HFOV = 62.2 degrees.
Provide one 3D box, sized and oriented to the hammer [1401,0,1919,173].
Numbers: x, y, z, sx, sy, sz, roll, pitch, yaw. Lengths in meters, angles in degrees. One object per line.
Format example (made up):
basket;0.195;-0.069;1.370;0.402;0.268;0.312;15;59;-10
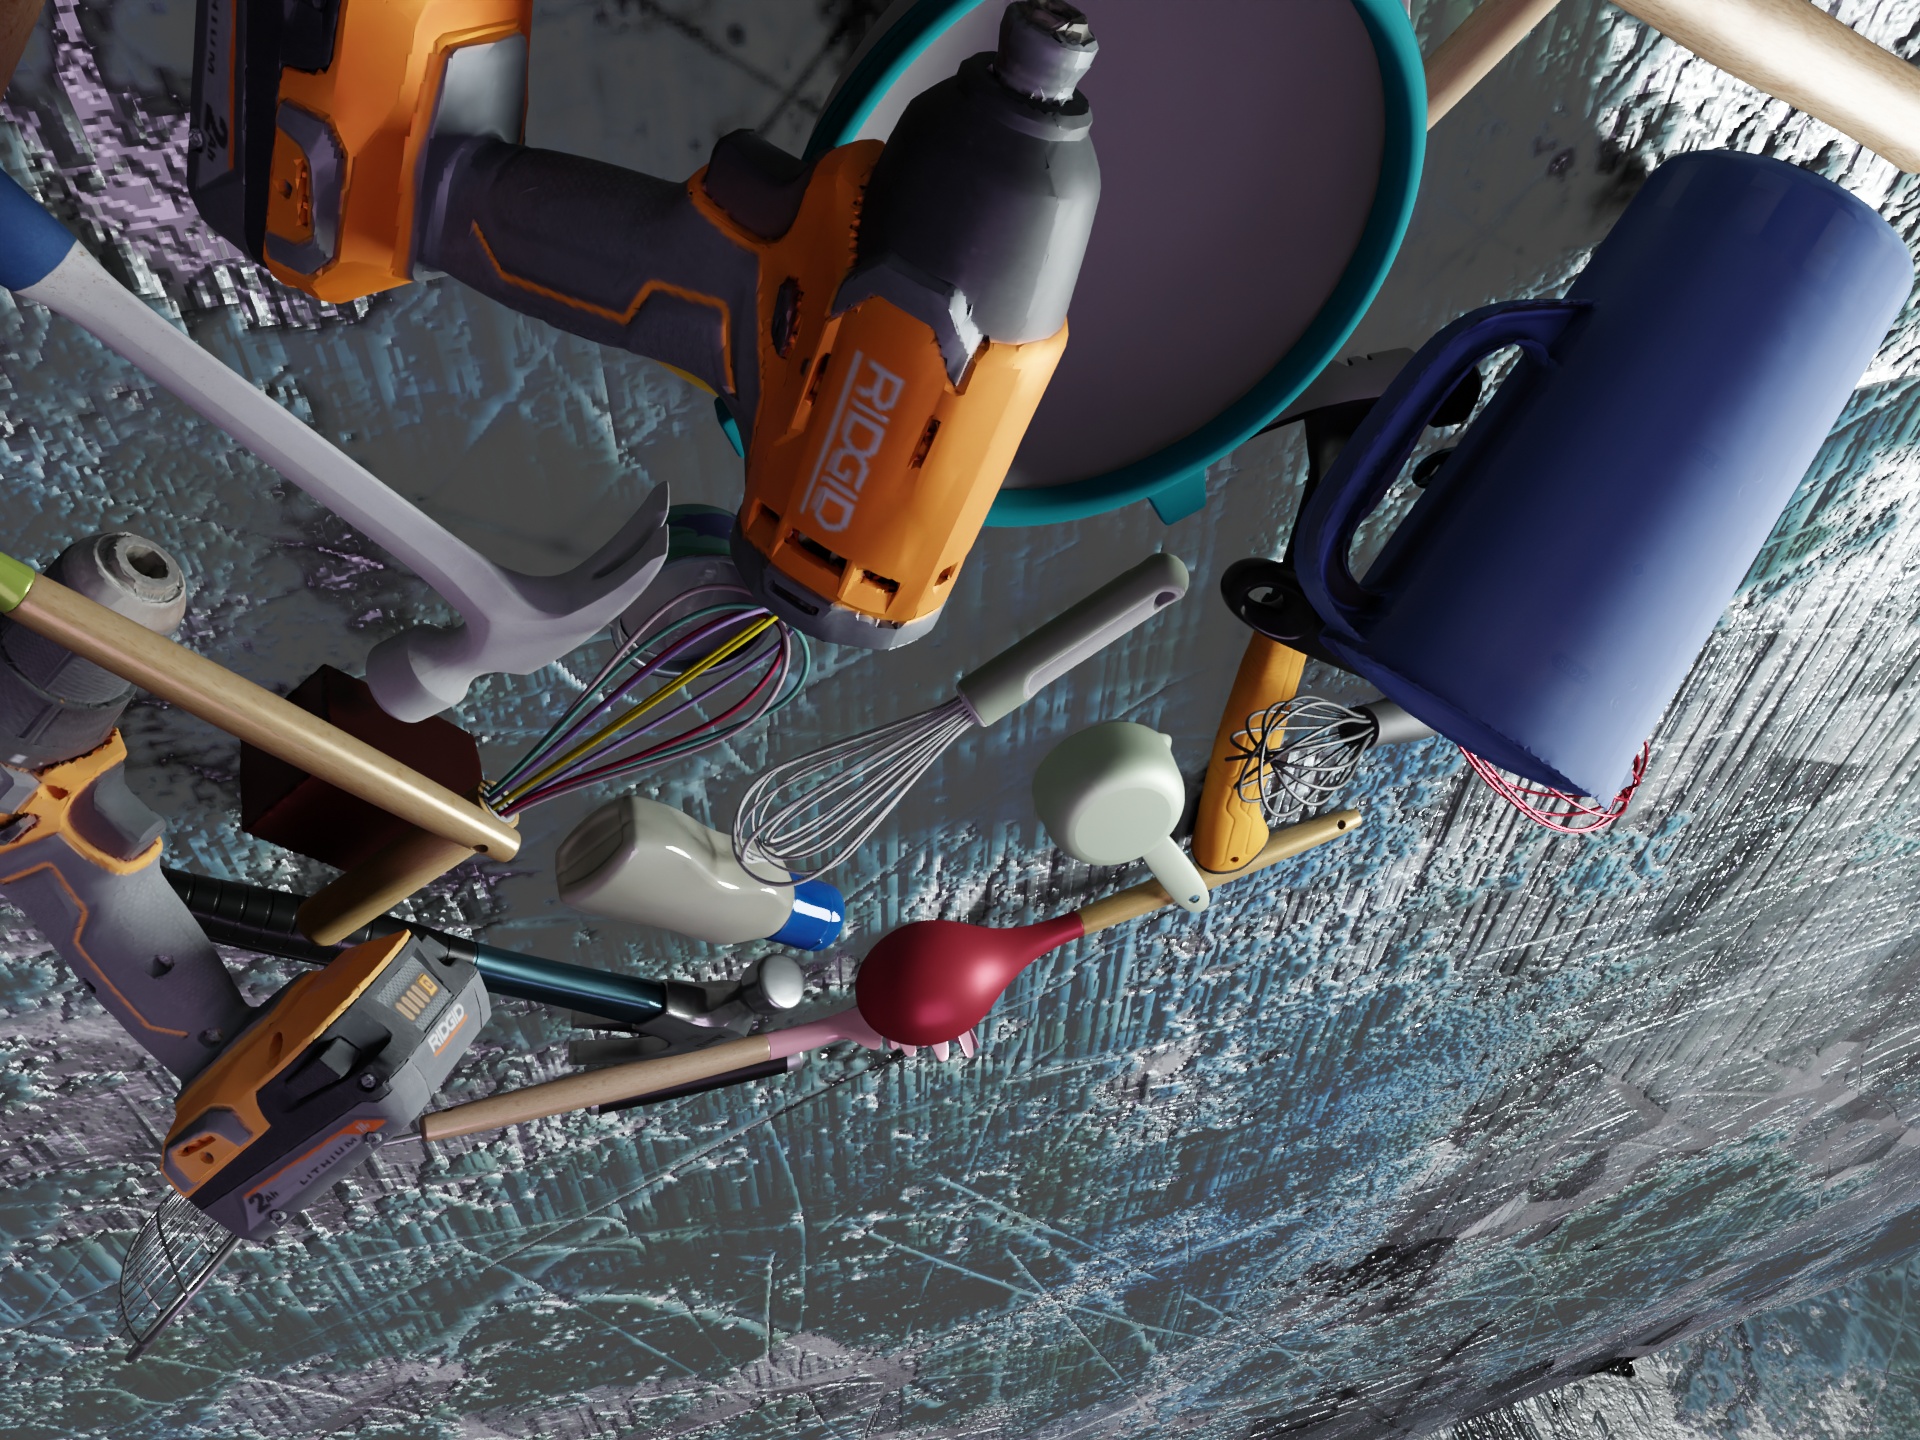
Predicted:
hammer;0.267;-0.257;0.574;0.331;0.031;0.130;7;133;-33

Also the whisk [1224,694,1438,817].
whisk;0.200;0.007;0.790;0.239;0.055;0.055;-11;146;-51

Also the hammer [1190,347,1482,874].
hammer;0.148;-0.031;0.777;0.127;0.034;0.336;-13;141;-14

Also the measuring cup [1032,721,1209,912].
measuring cup;0.100;0.068;0.844;0.083;0.038;0.167;-31;130;10

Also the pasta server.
pasta server;-0.130;0.191;0.862;0.316;0.040;0.060;-7;180;-32

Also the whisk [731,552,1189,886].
whisk;-0.001;-0.002;0.727;0.246;0.059;0.057;-33;153;5

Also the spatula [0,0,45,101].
spatula;-0.298;-0.106;0.421;0.082;0.044;0.317;24;130;-39

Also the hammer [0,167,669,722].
hammer;-0.247;-0.126;0.452;0.144;0.035;0.405;-22;142;20

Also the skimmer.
skimmer;-0.255;0.247;0.857;0.363;0.090;0.127;-9;173;-22

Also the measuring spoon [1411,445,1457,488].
measuring spoon;0.236;-0.108;0.706;0.128;0.021;0.042;-12;138;-49

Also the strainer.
strainer;0.058;-0.215;0.469;0.211;0.095;0.340;4;133;-33

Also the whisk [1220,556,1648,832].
whisk;0.231;-0.013;0.756;0.295;0.073;0.073;23;124;-31

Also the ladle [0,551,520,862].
ladle;-0.252;-0.014;0.463;0.078;0.062;0.319;-22;142;26

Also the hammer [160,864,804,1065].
hammer;-0.240;0.107;0.726;0.330;0.033;0.128;22;142;-37

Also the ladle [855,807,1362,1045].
ladle;0.091;0.108;0.907;0.315;0.069;0.031;-19;-178;-13

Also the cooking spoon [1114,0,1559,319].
cooking spoon;0.135;-0.190;0.553;0.068;0.017;0.319;21;137;-29

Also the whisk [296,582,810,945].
whisk;-0.155;0.020;0.597;0.245;0.047;0.051;-32;128;16

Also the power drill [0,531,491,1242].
power drill;-0.276;0.058;0.563;0.185;0.084;0.226;-39;102;22

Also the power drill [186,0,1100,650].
power drill;-0.075;-0.137;0.396;0.084;0.226;0.164;-50;170;-50
